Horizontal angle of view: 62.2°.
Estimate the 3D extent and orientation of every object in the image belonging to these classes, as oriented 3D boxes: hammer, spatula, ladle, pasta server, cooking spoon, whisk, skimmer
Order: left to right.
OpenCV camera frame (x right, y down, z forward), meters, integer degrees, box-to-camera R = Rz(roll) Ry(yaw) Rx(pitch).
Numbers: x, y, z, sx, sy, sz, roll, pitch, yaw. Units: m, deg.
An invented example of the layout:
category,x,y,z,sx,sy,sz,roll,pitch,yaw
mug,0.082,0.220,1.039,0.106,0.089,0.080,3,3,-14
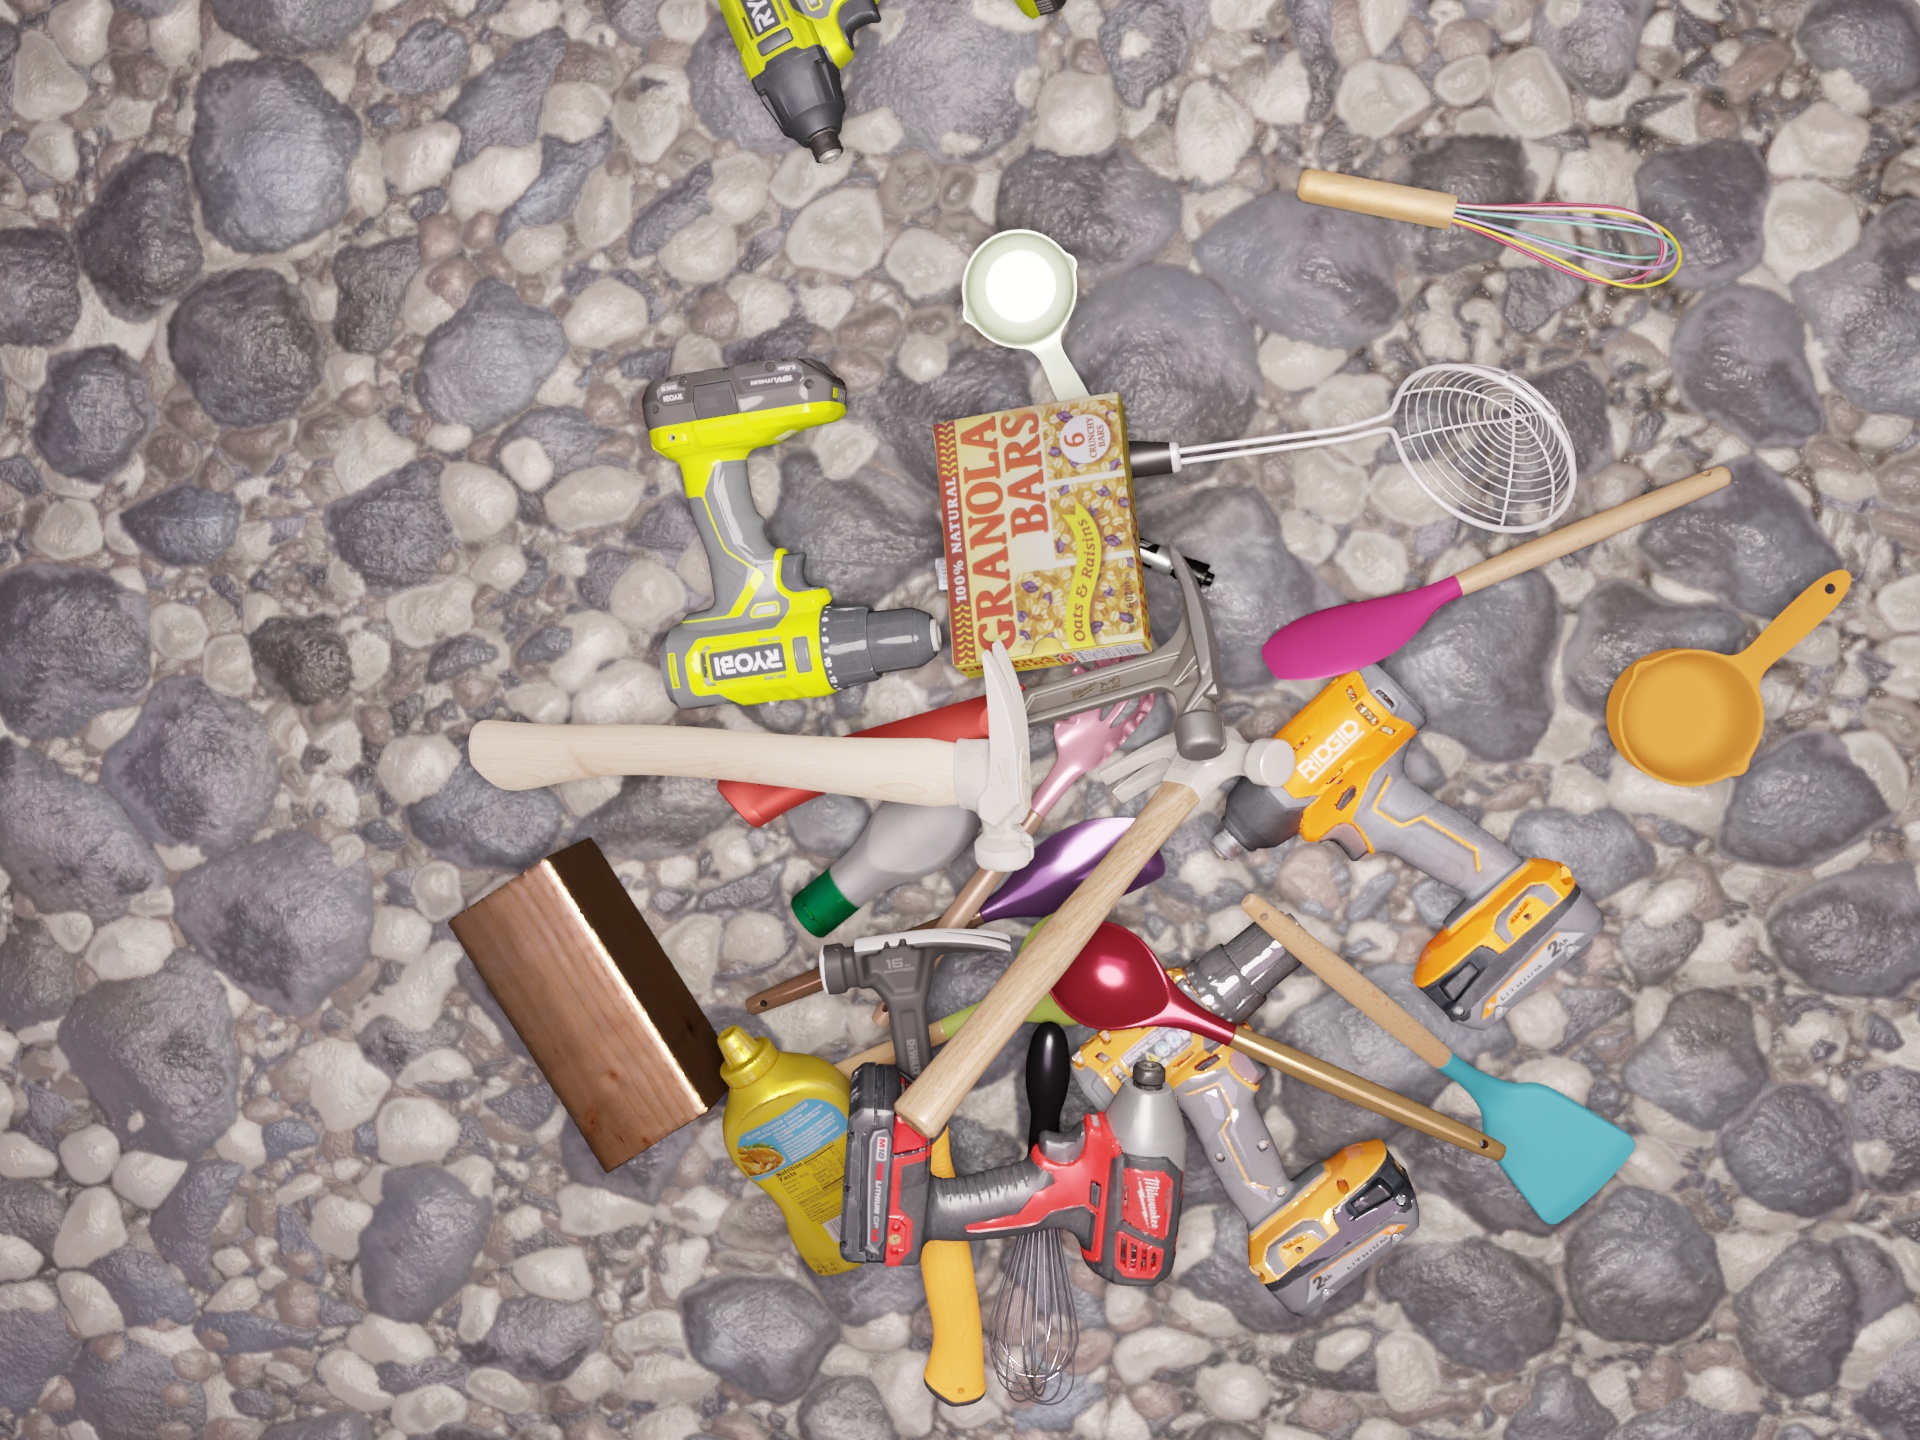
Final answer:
category,x,y,z,sx,sy,sz,roll,pitch,yaw
hammer,-0.152,0.015,1.062,0.411,0.038,0.146,3,110,20
ladle,-0.030,0.224,1.127,0.320,0.062,0.078,-27,96,16
hammer,-0.011,0.305,1.077,0.127,0.034,0.337,-7,100,1
spatula,-0.009,0.143,1.122,0.316,0.018,0.060,-24,93,8
hammer,-0.002,-0.003,1.074,0.359,0.036,0.149,-16,61,19
pasta server,0.033,0.083,1.091,0.060,0.040,0.316,39,95,26
whisk,0.054,0.342,1.097,0.070,0.070,0.284,3,101,8
hammer,0.073,0.126,1.010,0.331,0.130,0.031,-48,118,-20
ladle,0.201,0.213,1.029,0.315,0.031,0.069,23,82,7
skimmer,0.201,-0.160,1.029,0.363,0.090,0.127,-5,139,11
spatula,0.306,0.213,1.050,0.317,0.044,0.082,38,102,-13
whisk,0.339,-0.320,1.023,0.245,0.051,0.047,15,102,9
cooking spoon,0.349,-0.099,1.039,0.319,0.069,0.017,-22,129,4

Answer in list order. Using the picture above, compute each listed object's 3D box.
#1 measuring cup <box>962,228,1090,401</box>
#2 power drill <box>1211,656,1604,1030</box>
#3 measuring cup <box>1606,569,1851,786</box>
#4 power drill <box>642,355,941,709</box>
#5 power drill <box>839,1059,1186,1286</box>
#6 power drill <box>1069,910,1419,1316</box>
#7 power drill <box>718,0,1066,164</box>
category,x,y,z,sx,sy,sz,roll,pitch,yaw
measuring cup,0.061,-0.252,1.076,0.083,0.038,0.167,-25,108,12
power drill,0.286,0.092,1.048,0.164,0.084,0.226,-44,84,9
measuring cup,0.494,-0.033,1.021,0.173,0.052,0.095,-45,88,7
power drill,-0.119,-0.126,1.087,0.190,0.080,0.228,-7,97,10
power drill,0.036,0.283,1.020,0.219,0.078,0.143,4,100,-3
power drill,0.211,0.257,1.074,0.185,0.084,0.226,-42,84,7
power drill,-0.046,-0.486,1.047,0.223,0.080,0.171,-23,91,13
